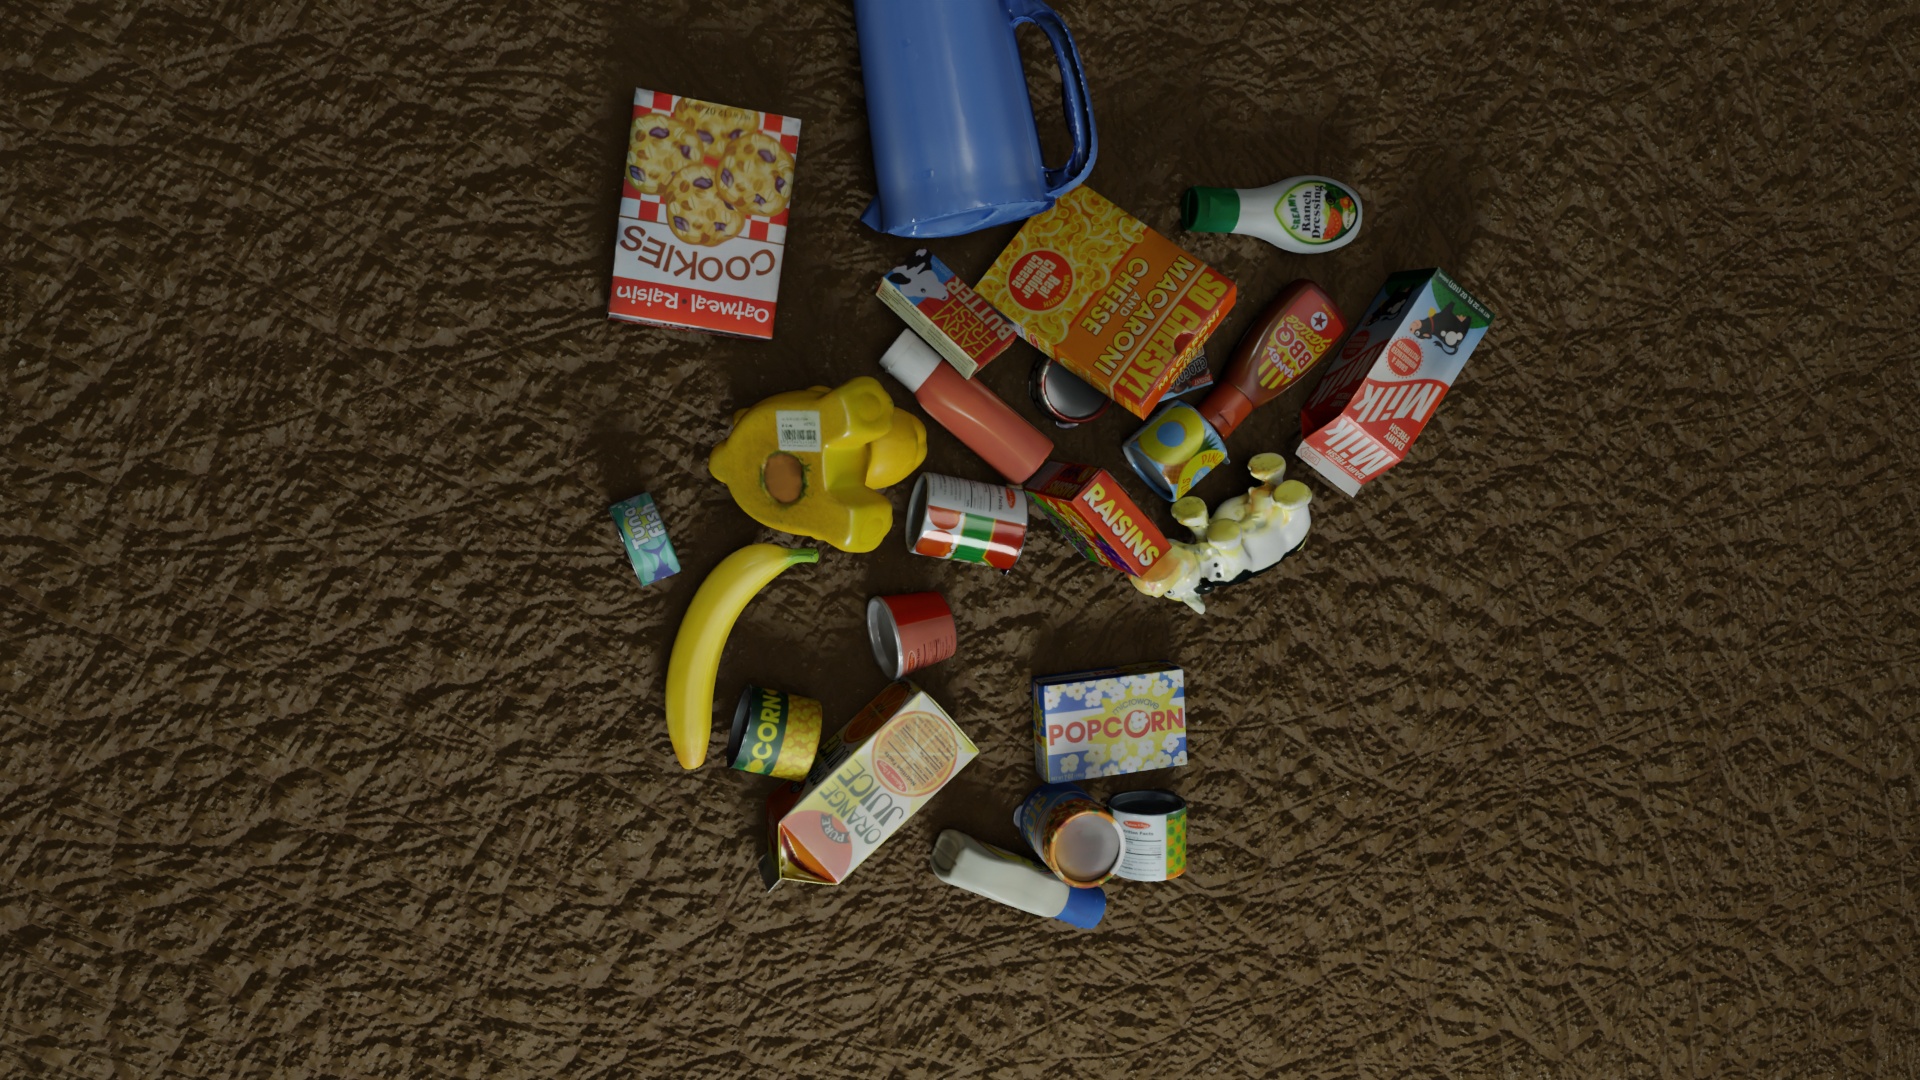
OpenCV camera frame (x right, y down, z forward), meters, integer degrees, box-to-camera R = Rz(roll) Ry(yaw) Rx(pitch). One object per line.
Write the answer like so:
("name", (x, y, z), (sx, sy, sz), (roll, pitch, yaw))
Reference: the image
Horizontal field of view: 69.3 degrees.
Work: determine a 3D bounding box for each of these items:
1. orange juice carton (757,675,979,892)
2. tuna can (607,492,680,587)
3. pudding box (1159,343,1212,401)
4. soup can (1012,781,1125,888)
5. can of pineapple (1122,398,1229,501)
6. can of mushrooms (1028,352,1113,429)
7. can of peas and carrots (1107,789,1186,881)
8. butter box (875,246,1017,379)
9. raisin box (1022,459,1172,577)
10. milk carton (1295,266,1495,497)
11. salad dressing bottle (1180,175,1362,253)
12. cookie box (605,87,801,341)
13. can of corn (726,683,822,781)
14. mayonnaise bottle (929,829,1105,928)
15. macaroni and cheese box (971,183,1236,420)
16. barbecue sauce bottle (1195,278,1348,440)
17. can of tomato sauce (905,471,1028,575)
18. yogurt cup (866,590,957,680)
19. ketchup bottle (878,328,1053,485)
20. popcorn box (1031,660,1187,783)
("orange juice carton", (-0.085, 0.200, 1.100), (0.193, 0.072, 0.073), (-42, 105, -7))
("tuna can", (-0.237, -0.002, 1.039), (0.033, 0.071, 0.071), (-23, 101, -13))
("pudding box", (0.166, -0.141, 1.137), (0.084, 0.030, 0.049), (-20, 102, -37))
("soup can", (0.089, 0.241, 1.144), (0.071, 0.084, 0.071), (-2, 97, -14))
("can of pineapple", (0.177, -0.073, 1.143), (0.058, 0.071, 0.071), (-41, 104, -6))
("can of mushrooms", (0.092, -0.126, 1.133), (0.071, 0.033, 0.071), (-2, 96, -15))
("can of peas and carrots", (0.159, 0.248, 1.174), (0.071, 0.071, 0.058), (-3, 97, -14))
("butter box", (-0.011, -0.177, 1.080), (0.103, 0.024, 0.053), (43, 58, 4))
("raisin box", (0.107, -0.019, 1.101), (0.040, 0.123, 0.086), (-44, 104, -6))
("milk carton", (0.361, -0.134, 1.183), (0.072, 0.073, 0.190), (34, 87, -16))
("salad dressing bottle", (0.258, -0.273, 1.156), (0.148, 0.044, 0.064), (-1, 97, -15))
("cookie box", (-0.193, -0.241, 1.042), (0.123, 0.040, 0.167), (7, 93, -15))
("can of corn", (-0.144, 0.150, 1.079), (0.058, 0.071, 0.071), (15, 92, -17))
("mayonnaise bottle", (0.050, 0.283, 1.151), (0.148, 0.065, 0.041), (24, 86, -20))
("macaroni and cheese box", (0.112, -0.192, 1.088), (0.167, 0.040, 0.124), (37, 86, 15))
("barbecue sauce bottle", (0.256, -0.148, 1.169), (0.148, 0.044, 0.064), (-47, 111, -6))
("can of tomato sauce", (0.004, -0.014, 1.105), (0.083, 0.071, 0.071), (10, 93, -15))
("yogurt cup", (-0.038, 0.072, 1.104), (0.054, 0.072, 0.072), (-13, 99, -21))
("ketchup bottle", (0.003, -0.106, 1.098), (0.149, 0.064, 0.043), (40, 74, -7))
("popcorn box", (0.125, 0.152, 1.168), (0.127, 0.038, 0.085), (-5, 97, -14))
